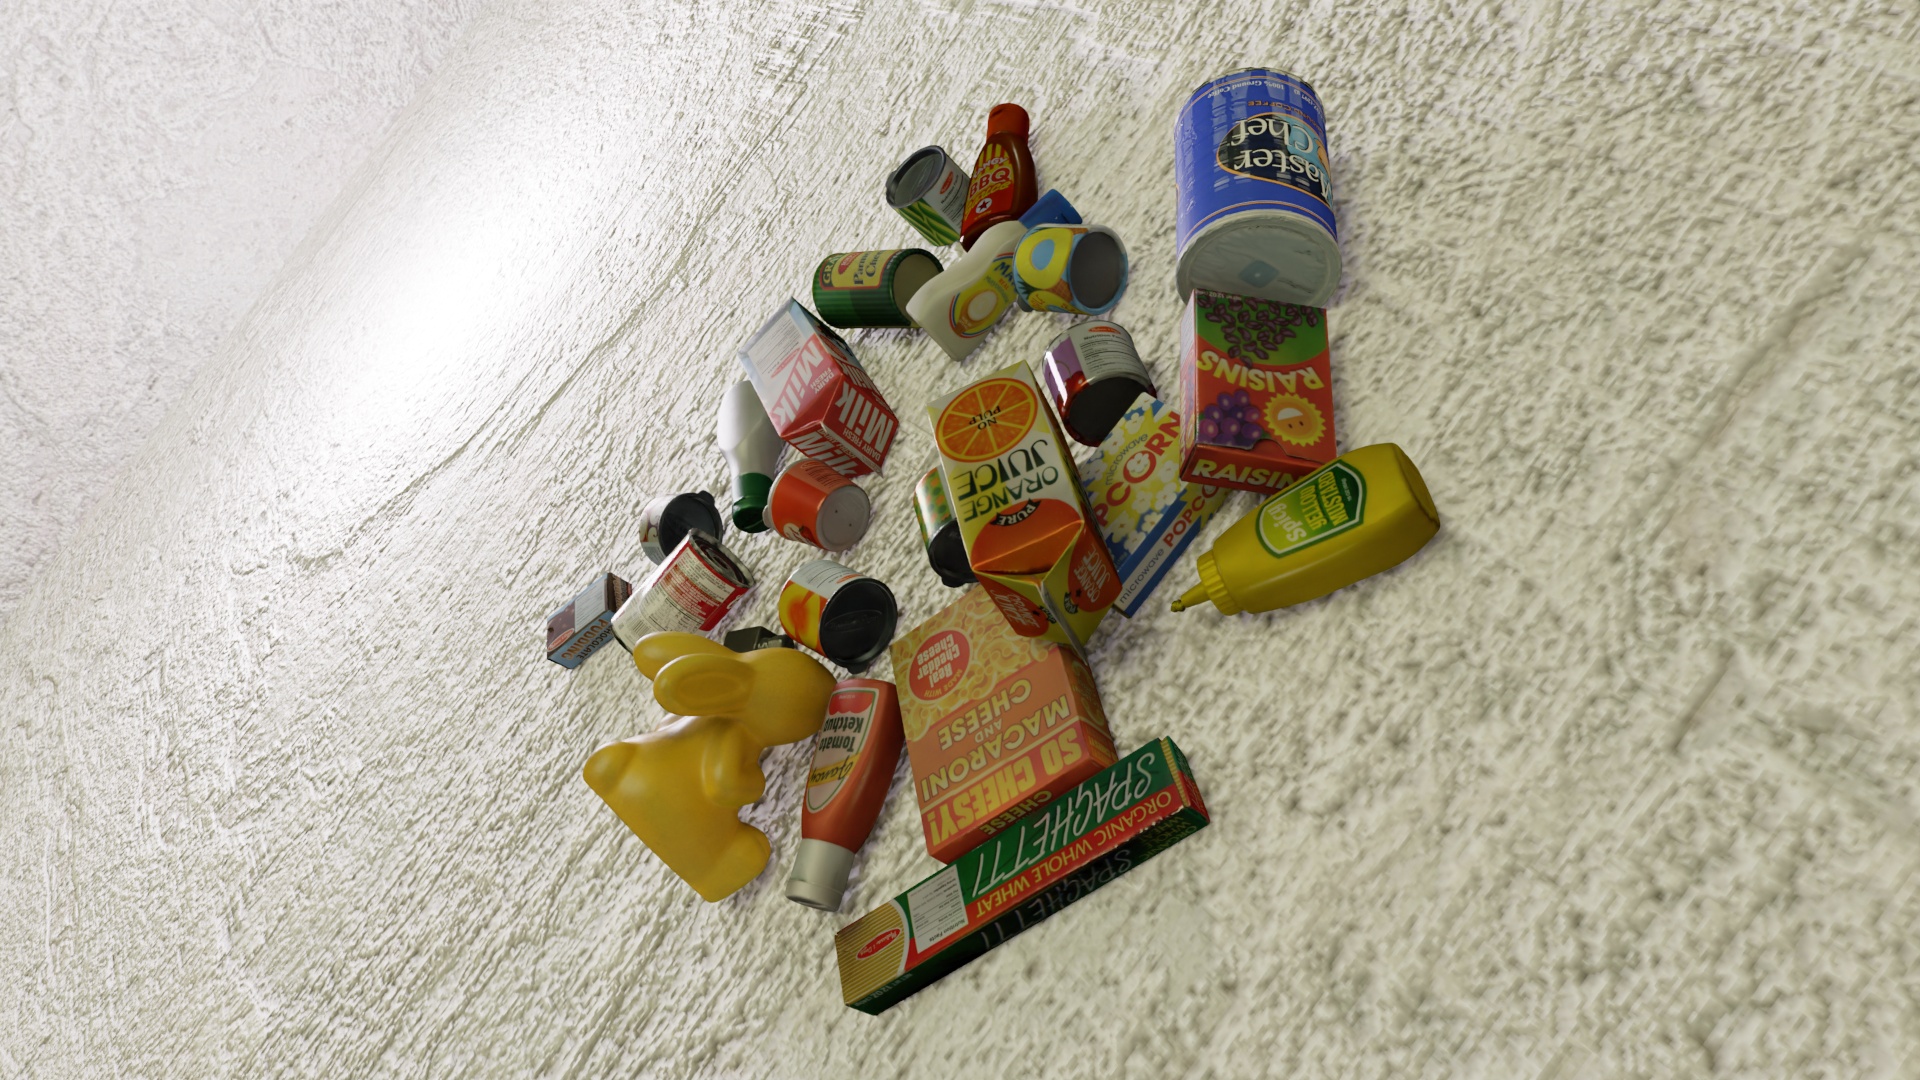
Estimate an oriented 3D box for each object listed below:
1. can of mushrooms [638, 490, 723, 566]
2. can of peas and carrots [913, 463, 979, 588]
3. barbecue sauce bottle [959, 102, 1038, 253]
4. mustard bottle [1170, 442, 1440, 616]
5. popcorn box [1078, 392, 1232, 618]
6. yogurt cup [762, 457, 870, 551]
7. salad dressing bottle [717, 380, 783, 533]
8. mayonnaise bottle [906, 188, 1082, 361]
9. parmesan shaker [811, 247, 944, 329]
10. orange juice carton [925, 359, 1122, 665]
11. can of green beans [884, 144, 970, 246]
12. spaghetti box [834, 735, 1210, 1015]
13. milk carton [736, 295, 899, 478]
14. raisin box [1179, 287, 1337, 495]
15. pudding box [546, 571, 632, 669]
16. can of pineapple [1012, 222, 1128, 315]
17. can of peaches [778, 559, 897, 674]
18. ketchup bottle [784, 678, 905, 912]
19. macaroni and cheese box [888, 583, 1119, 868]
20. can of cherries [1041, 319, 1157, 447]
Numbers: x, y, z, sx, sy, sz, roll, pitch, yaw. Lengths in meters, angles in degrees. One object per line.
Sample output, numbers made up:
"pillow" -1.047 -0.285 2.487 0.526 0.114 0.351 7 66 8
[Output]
"can of mushrooms" -0.236 -0.010 1.180 0.033 0.071 0.071 -2 60 44
"can of peas and carrots" 0.003 -0.012 0.956 0.071 0.071 0.059 -37 41 17
"barbecue sauce bottle" 0.036 -0.302 1.159 0.064 0.043 0.149 -19 49 33
"mustard bottle" 0.185 0.005 0.782 0.160 0.048 0.065 -30 43 24
"popcorn box" 0.112 -0.024 0.882 0.126 0.038 0.085 -51 40 0
"yogurt cup" -0.107 -0.025 1.072 0.054 0.072 0.072 24 79 41
"salad dressing bottle" -0.179 -0.072 1.191 0.064 0.044 0.148 -29 46 23
"mayonnaise bottle" 0.030 -0.210 1.084 0.148 0.064 0.041 -43 38 5
"parmesan shaker" -0.066 -0.214 1.173 0.103 0.071 0.071 8 67 46
"orange juice carton" 0.041 -0.015 0.843 0.073 0.071 0.193 -24 46 9
"can of green beans" -0.021 -0.296 1.197 0.071 0.057 0.071 -24 47 29
"spaghetti box" 0.030 0.197 0.801 0.249 0.028 0.050 -35 42 19
"milk carton" -0.114 -0.117 1.140 0.073 0.072 0.191 -44 39 9
"raisin box" 0.177 -0.089 0.833 0.040 0.086 0.124 106 171 -57
"pudding box" -0.331 0.071 1.237 0.083 0.030 0.050 -35 43 19
"can of pineapple" 0.081 -0.198 1.021 0.058 0.071 0.071 15 73 48
"can of peaches" -0.088 0.054 0.994 0.058 0.071 0.071 21 77 49
"ketchup bottle" -0.076 0.166 0.914 0.064 0.043 0.149 -10 55 44
"macaroni and cheese box" 0.024 0.105 0.867 0.123 0.040 0.167 -35 42 20
"can of cherries" 0.094 -0.104 0.941 0.071 0.071 0.059 -36 43 19
